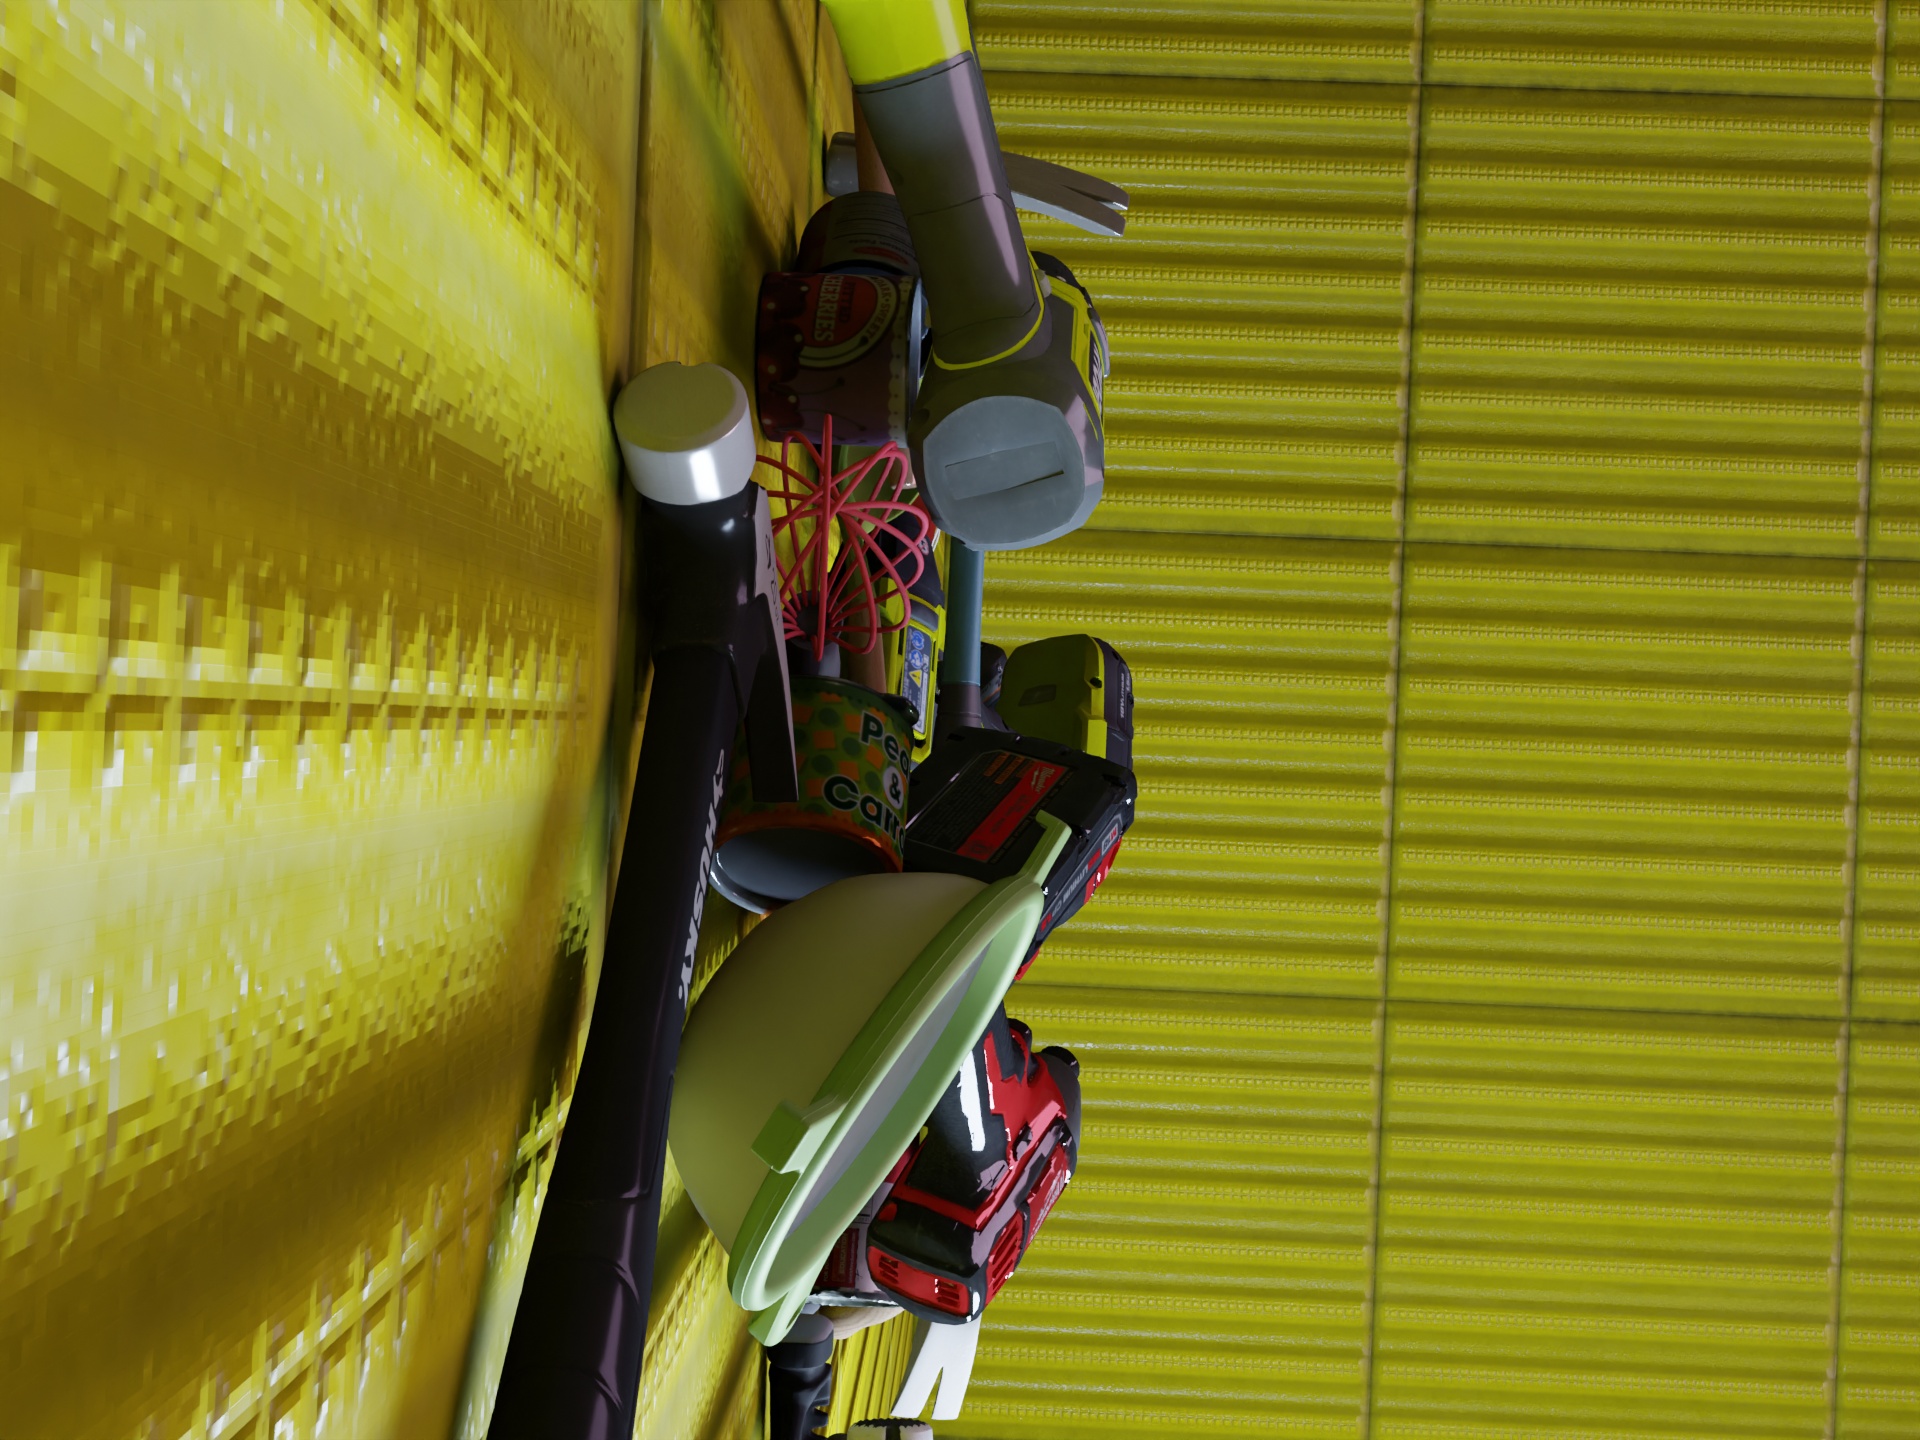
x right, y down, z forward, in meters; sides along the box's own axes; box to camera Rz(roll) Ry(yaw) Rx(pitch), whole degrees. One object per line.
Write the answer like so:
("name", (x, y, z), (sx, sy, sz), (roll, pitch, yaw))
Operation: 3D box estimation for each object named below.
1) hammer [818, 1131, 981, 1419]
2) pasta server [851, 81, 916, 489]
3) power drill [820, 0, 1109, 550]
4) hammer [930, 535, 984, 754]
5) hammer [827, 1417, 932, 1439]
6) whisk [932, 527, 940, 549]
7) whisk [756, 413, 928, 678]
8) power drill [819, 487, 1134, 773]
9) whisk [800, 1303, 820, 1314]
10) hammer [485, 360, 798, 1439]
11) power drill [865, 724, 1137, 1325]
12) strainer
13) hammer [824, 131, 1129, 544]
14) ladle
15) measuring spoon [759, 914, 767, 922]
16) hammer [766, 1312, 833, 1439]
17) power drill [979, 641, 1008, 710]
("hammer", (-0.037, 0.303, 0.845), (0.331, 0.031, 0.130), (119, -23, -62))
("pasta server", (-0.032, -0.265, 0.732), (0.060, 0.040, 0.316), (176, -91, -76))
("power drill", (-0.001, -0.192, 0.533), (0.191, 0.080, 0.228), (-81, 156, -58))
("hammer", (-0.001, -0.002, 0.746), (0.128, 0.033, 0.331), (68, 25, -85))
("hammer", (-0.052, 0.422, 0.821), (0.408, 0.036, 0.149), (112, -21, -71))
("whisk", (-0.050, -0.066, 1.115), (0.057, 0.059, 0.246), (27, 63, -48))
("whisk", (-0.054, -0.040, 0.582), (0.296, 0.073, 0.073), (124, -31, -79))
("power drill", (0.007, -0.016, 0.878), (0.223, 0.080, 0.171), (27, 61, -49))
("whisk", (-0.064, 0.219, 0.865), (0.239, 0.055, 0.055), (-77, 171, -54))
("hammer", (-0.073, 0.089, 0.341), (0.146, 0.035, 0.335), (90, 3, -54))
("power drill", (0.014, 0.121, 0.643), (0.143, 0.078, 0.219), (-44, 141, -50))
("strainer", (-0.056, 0.131, 0.520), (0.151, 0.069, 0.256), (-44, 163, -44))
("hammer", (-0.010, -0.183, 0.922), (0.358, 0.149, 0.037), (103, -1, -61))
("ladle", (-0.032, -0.033, 0.723), (0.078, 0.062, 0.320), (62, 20, -54))
("measuring spoon", (-0.080, 0.057, 0.604), (0.021, 0.011, 0.117), (-110, -163, -72))
("hammer", (-0.079, 0.340, 0.583), (0.337, 0.034, 0.127), (17, 74, -89))
("power drill", (-0.032, 0.073, 1.015), (0.164, 0.084, 0.226), (-46, 146, -62))
